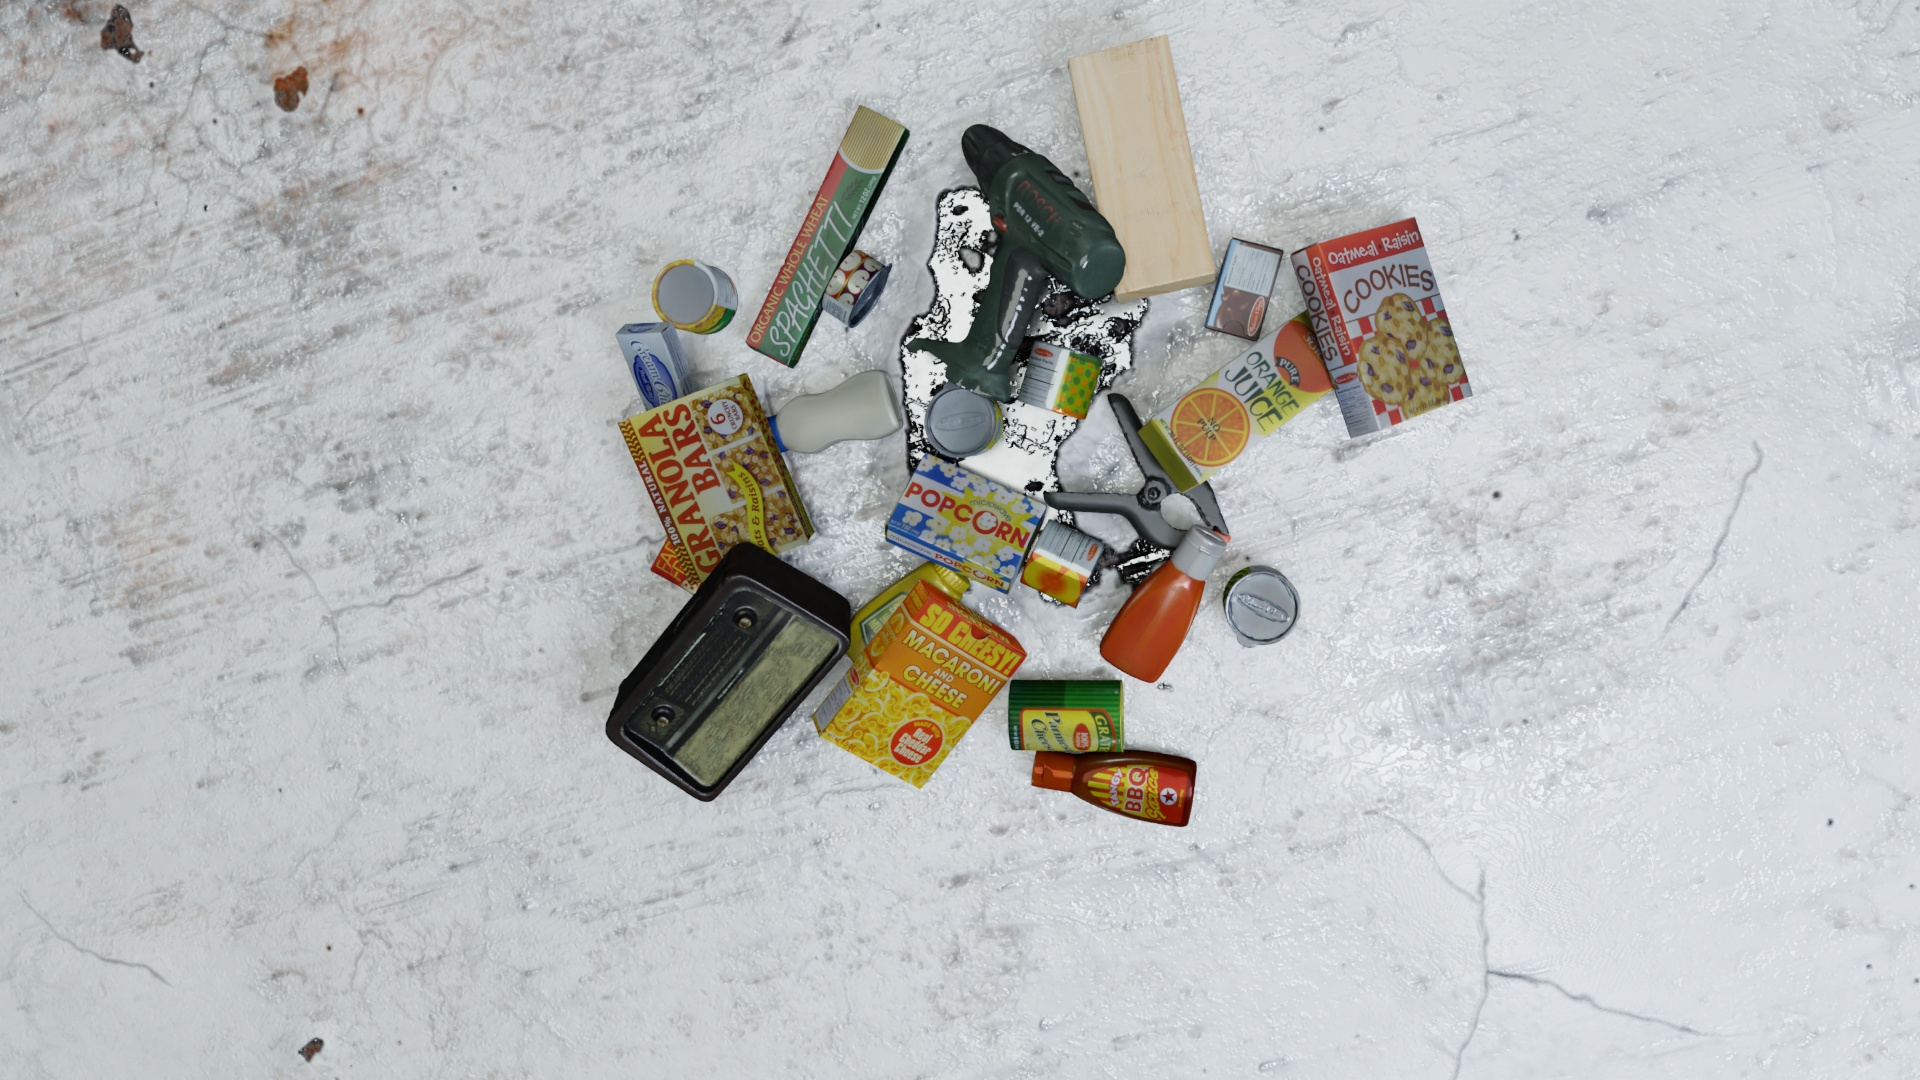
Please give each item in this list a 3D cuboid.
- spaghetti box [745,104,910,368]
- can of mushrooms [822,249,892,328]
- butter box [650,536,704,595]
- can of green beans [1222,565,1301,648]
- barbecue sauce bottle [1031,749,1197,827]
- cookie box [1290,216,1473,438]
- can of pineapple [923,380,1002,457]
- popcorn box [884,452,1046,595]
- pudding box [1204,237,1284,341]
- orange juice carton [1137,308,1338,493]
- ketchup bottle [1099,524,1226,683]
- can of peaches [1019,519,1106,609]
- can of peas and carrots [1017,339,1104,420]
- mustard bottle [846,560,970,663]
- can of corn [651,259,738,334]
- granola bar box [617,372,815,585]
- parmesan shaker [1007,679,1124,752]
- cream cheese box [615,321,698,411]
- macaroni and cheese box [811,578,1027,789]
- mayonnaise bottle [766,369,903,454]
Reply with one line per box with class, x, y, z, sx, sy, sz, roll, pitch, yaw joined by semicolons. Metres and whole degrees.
spaghetti box;-0.125;-0.281;1.297;0.050;0.029;0.249;28;97;6
can of mushrooms;-0.095;-0.234;1.278;0.033;0.071;0.071;33;98;6
butter box;-0.251;-0.003;1.336;0.053;0.024;0.103;31;98;4
can of green beans;0.270;0.057;1.249;0.071;0.058;0.071;1;94;8
barbecue sauce bottle;0.141;0.222;1.286;0.148;0.044;0.064;9;99;8
cookie box;0.363;-0.185;1.196;0.123;0.040;0.167;-19;91;-30
can of pineapple;0.004;-0.111;1.275;0.071;0.058;0.071;1;94;8
popcorn box;0.005;-0.016;1.273;0.127;0.038;0.085;24;63;6
pudding box;0.254;-0.225;1.246;0.050;0.030;0.083;16;96;6
orange juice carton;0.257;-0.127;1.220;0.193;0.073;0.072;-35;88;-4
ketchup bottle;0.186;0.055;1.251;0.065;0.044;0.148;28;111;-3
can of peaches;0.093;0.023;1.269;0.058;0.071;0.071;25;97;5
can of peas and carrots;0.092;-0.145;1.258;0.071;0.071;0.058;17;97;7
mustard bottle;-0.040;0.059;1.298;0.160;0.049;0.065;-43;93;9
can of corn;-0.251;-0.227;1.304;0.071;0.058;0.071;1;94;8
granola bar box;-0.224;-0.057;1.285;0.124;0.039;0.165;-20;100;9
parmesan shaker;0.098;0.163;1.278;0.103;0.071;0.071;-1;94;9
cream cheese box;-0.279;-0.154;1.301;0.053;0.024;0.103;1;125;25
macaroni and cheese box;-0.036;0.135;1.277;0.123;0.040;0.166;33;100;-29
mayonnaise bottle;-0.132;-0.112;1.304;0.148;0.041;0.064;-16;92;10
